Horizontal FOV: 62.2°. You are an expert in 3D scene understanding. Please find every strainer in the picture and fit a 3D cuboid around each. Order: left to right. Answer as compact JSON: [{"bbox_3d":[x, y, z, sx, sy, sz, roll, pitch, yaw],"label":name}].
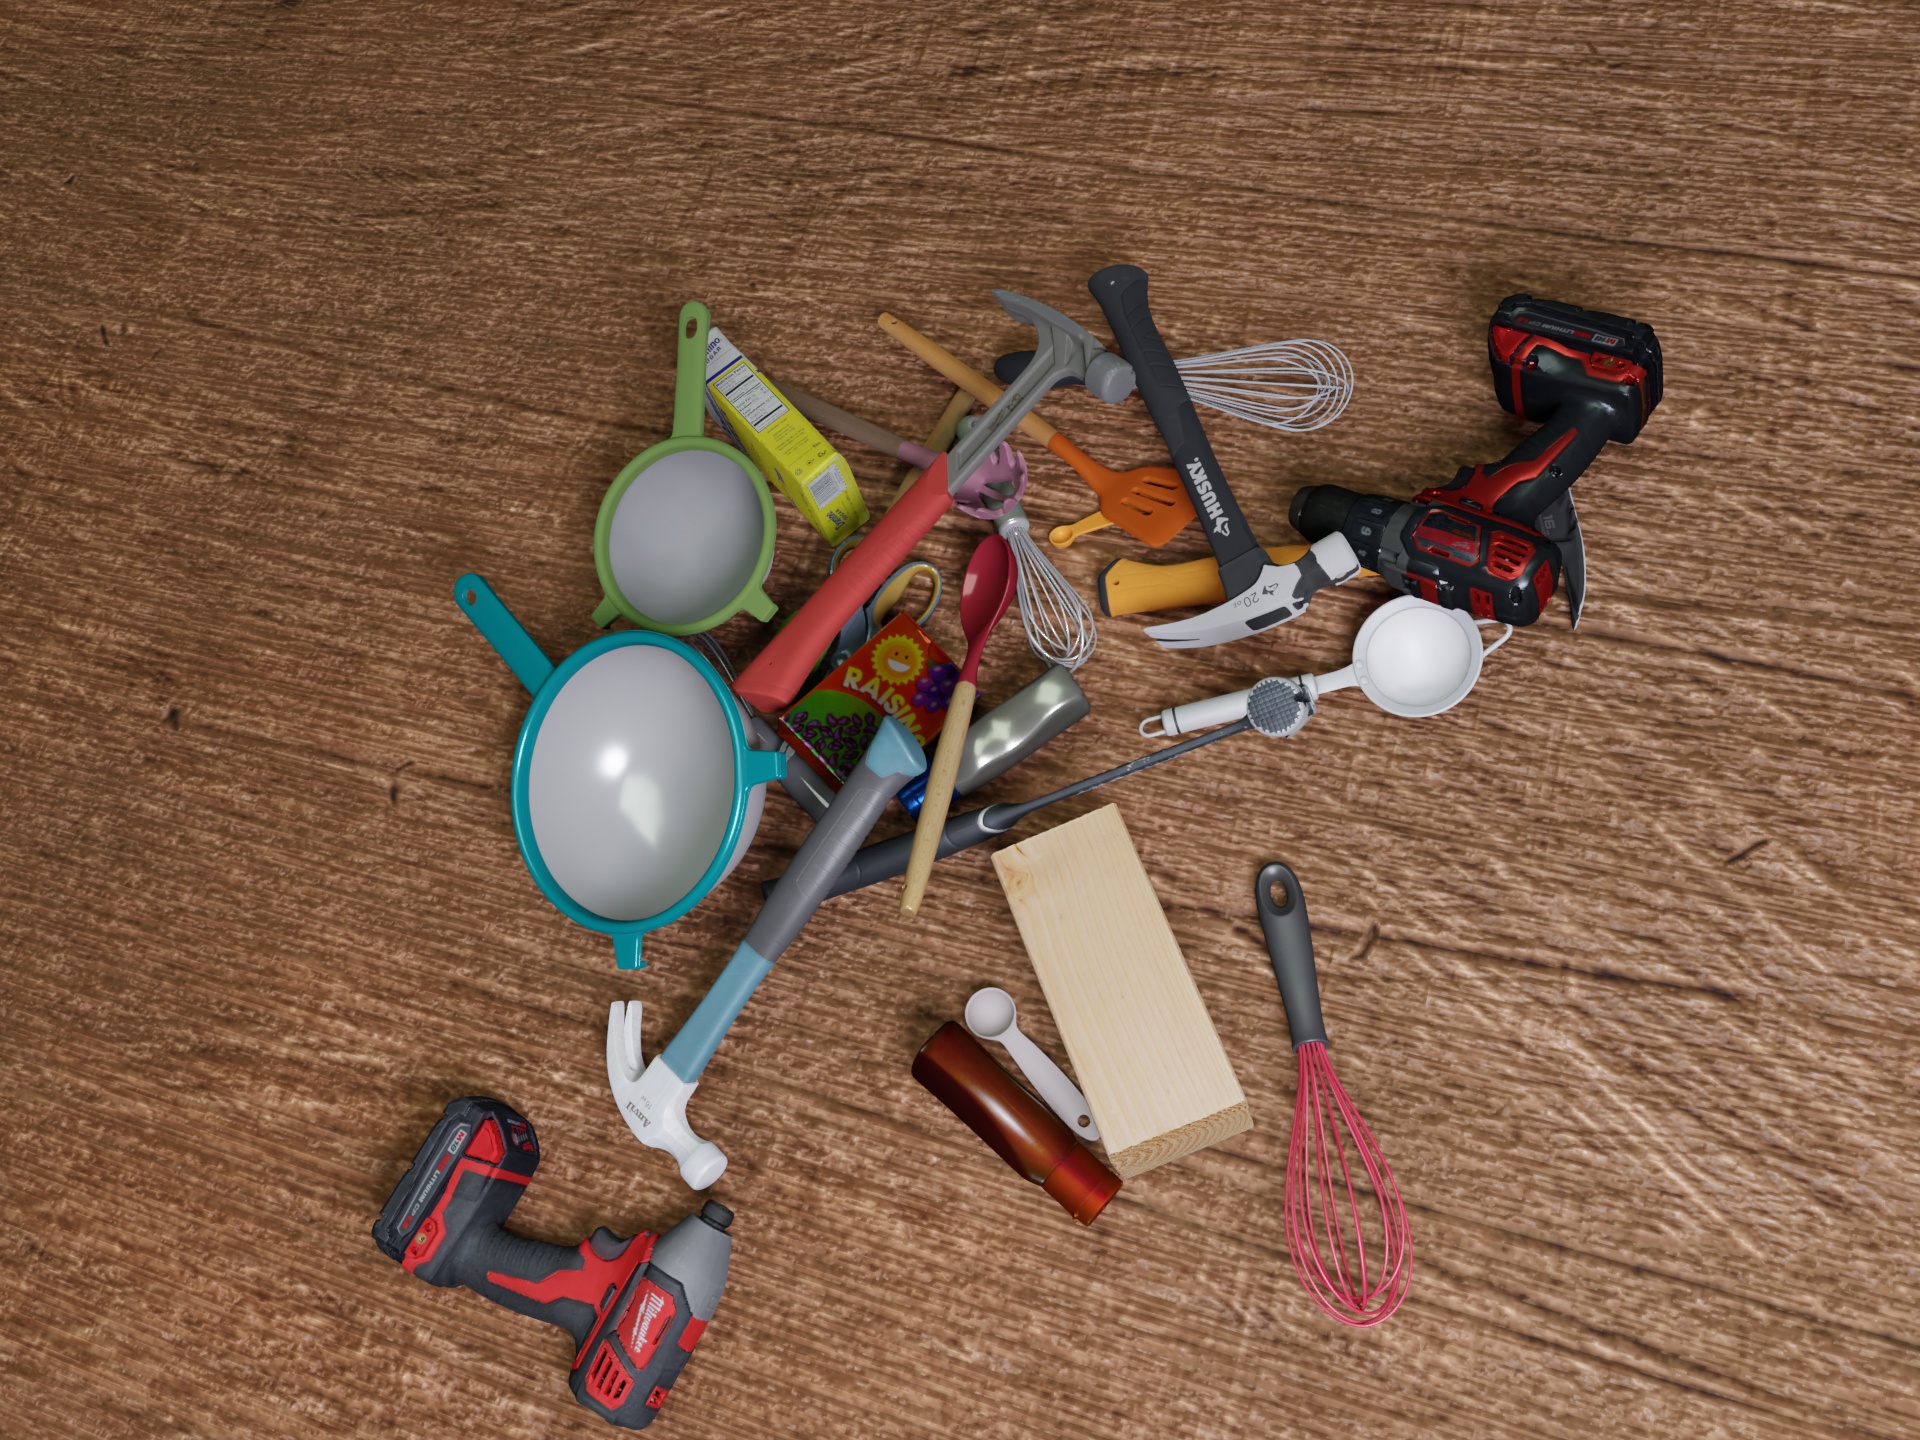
[{"bbox_3d":[-0.253,0.005,1.164,0.341,0.095,0.211,45,106,27],"label":"strainer"},{"bbox_3d":[-0.195,-0.186,1.208,0.151,0.069,0.256,-2,81,19],"label":"strainer"},{"bbox_3d":[0.248,-0.026,1.099,0.258,0.050,0.087,-14,71,13],"label":"strainer"}]

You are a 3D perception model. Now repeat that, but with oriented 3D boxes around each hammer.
[{"bbox_3d":[-0.125,0.143,1.061,0.128,0.033,0.331,38,98,24],"label":"hammer"},{"bbox_3d":[-0.039,-0.153,1.151,0.359,0.036,0.149,-48,52,0],"label":"hammer"},{"bbox_3d":[0.043,0.057,1.067,0.409,0.149,0.036,-22,83,17],"label":"hammer"},{"bbox_3d":[0.156,-0.202,1.145,0.146,0.035,0.335,-30,59,20],"label":"hammer"},{"bbox_3d":[0.266,-0.106,1.134,0.337,0.034,0.127,-7,64,10],"label":"hammer"}]

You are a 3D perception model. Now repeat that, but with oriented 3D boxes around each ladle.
[{"bbox_3d":[-0.002,-0.003,1.074,0.031,0.069,0.316,28,51,-17],"label":"ladle"}]

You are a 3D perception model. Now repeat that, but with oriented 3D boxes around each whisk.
[{"bbox_3d":[-0.154,0.008,1.180,0.055,0.055,0.239,-43,69,-8],"label":"whisk"},{"bbox_3d":[0.043,-0.137,1.197,0.057,0.059,0.247,-3,56,-28],"label":"whisk"},{"bbox_3d":[0.158,-0.266,1.224,0.285,0.070,0.070,9,68,22],"label":"whisk"},{"bbox_3d":[0.220,0.221,0.986,0.073,0.073,0.296,-11,58,9],"label":"whisk"}]

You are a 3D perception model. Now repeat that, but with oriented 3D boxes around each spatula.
[{"bbox_3d":[0.055,-0.236,1.230,0.323,0.041,0.081,39,71,20],"label":"spatula"}]

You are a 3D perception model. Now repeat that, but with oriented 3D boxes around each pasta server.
[{"bbox_3d":[-0.066,-0.224,1.241,0.316,0.040,0.060,30,83,34],"label":"pasta server"}]

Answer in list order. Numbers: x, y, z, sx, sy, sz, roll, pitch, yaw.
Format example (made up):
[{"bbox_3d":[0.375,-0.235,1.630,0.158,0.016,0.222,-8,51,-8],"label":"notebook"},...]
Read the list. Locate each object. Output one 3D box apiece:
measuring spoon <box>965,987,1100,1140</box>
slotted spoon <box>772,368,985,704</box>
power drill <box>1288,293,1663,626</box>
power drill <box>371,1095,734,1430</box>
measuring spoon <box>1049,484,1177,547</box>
[{"bbox_3d":[0.050,0.228,1.048,0.034,0.018,0.124,-40,70,-7],"label":"measuring spoon"},{"bbox_3d":[-0.057,-0.150,1.235,0.070,0.031,0.314,26,72,9],"label":"slotted spoon"},{"bbox_3d":[0.352,-0.180,1.087,0.188,0.080,0.227,26,74,35],"label":"power drill"},{"bbox_3d":[-0.256,0.340,1.035,0.220,0.078,0.143,25,75,19],"label":"power drill"},{"bbox_3d":[0.123,-0.155,1.205,0.117,0.011,0.021,-21,48,0],"label":"measuring spoon"}]
